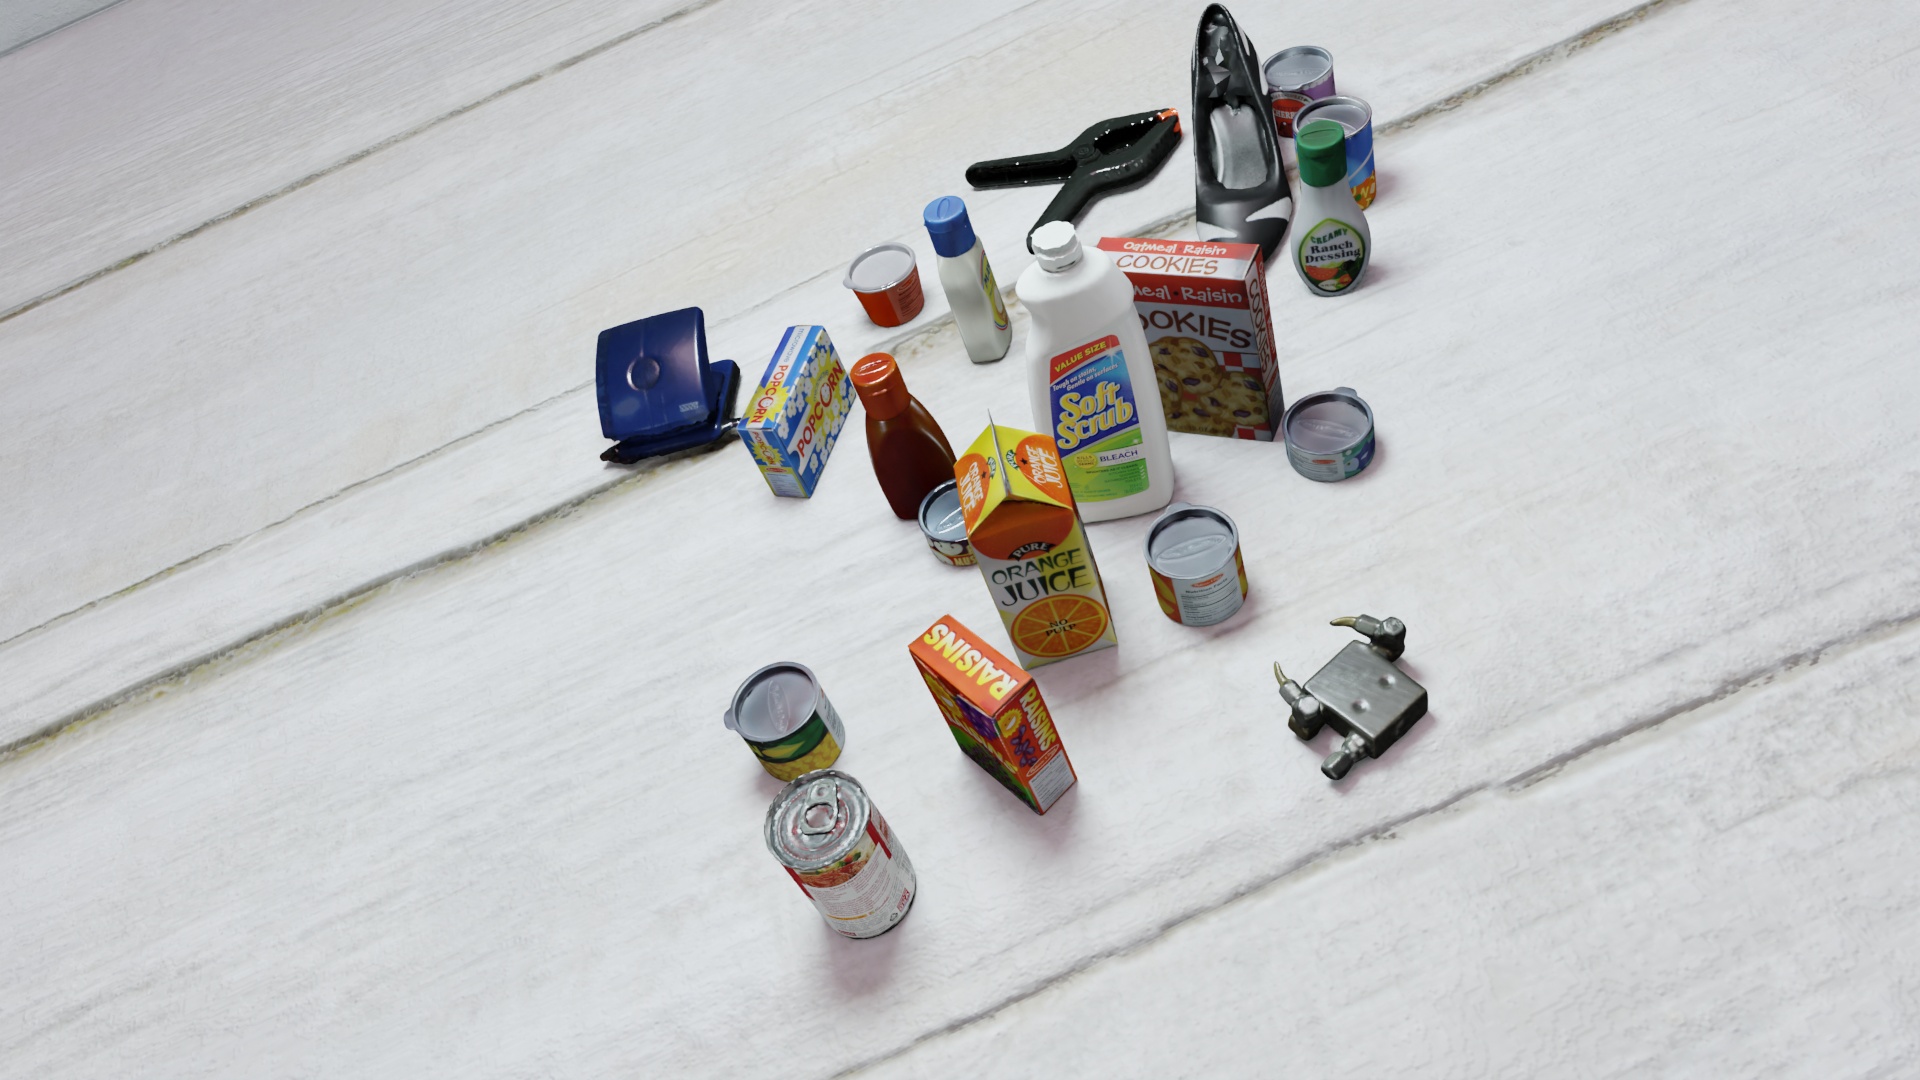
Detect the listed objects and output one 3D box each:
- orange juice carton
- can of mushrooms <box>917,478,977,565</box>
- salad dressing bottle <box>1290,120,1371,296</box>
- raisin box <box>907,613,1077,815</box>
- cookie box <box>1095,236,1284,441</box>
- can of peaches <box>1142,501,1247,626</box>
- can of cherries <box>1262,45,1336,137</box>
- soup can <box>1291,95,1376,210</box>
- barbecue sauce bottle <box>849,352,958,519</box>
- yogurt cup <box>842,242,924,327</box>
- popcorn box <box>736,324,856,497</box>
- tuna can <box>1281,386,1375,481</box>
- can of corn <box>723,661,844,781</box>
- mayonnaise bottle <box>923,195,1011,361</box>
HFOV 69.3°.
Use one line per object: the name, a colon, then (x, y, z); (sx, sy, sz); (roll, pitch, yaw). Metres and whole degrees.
orange juice carton: (0.048, -0.001, 0.944); (0.073, 0.191, 0.072); (-16, 47, 7)
can of mushrooms: (0.004, -0.014, 1.081); (0.071, 0.033, 0.071); (-10, 47, 12)
salad dressing bottle: (0.295, -0.266, 1.117); (0.064, 0.147, 0.044); (-6, 49, 16)
raisin box: (0.021, 0.114, 0.900); (0.040, 0.123, 0.086); (-41, 49, -16)
cookie box: (0.172, -0.151, 1.047); (0.123, 0.166, 0.040); (9, 54, 27)
can of peaches: (0.166, 0.017, 0.977); (0.071, 0.057, 0.071); (-11, 47, 12)
can of cherries: (0.318, -0.420, 1.306); (0.071, 0.058, 0.072); (-11, 47, 12)
soup can: (0.324, -0.331, 1.208); (0.071, 0.083, 0.072); (-11, 48, 12)
barbecue sauce bottle: (-0.045, -0.080, 1.079); (0.065, 0.148, 0.044); (-18, 46, 5)
yogurt cup: (-0.067, -0.236, 1.290); (0.072, 0.053, 0.073); (-11, 47, 12)
popcorn box: (-0.137, -0.111, 1.184); (0.038, 0.085, 0.127); (2, 51, 23)
tuna can: (0.277, -0.080, 1.038); (0.071, 0.032, 0.071); (-10, 47, 12)
can of corn: (-0.124, 0.130, 0.984); (0.071, 0.058, 0.071); (-11, 47, 12)
mayonnaise bottle: (0.006, -0.225, 1.188); (0.041, 0.147, 0.065); (-6, 49, 16)
